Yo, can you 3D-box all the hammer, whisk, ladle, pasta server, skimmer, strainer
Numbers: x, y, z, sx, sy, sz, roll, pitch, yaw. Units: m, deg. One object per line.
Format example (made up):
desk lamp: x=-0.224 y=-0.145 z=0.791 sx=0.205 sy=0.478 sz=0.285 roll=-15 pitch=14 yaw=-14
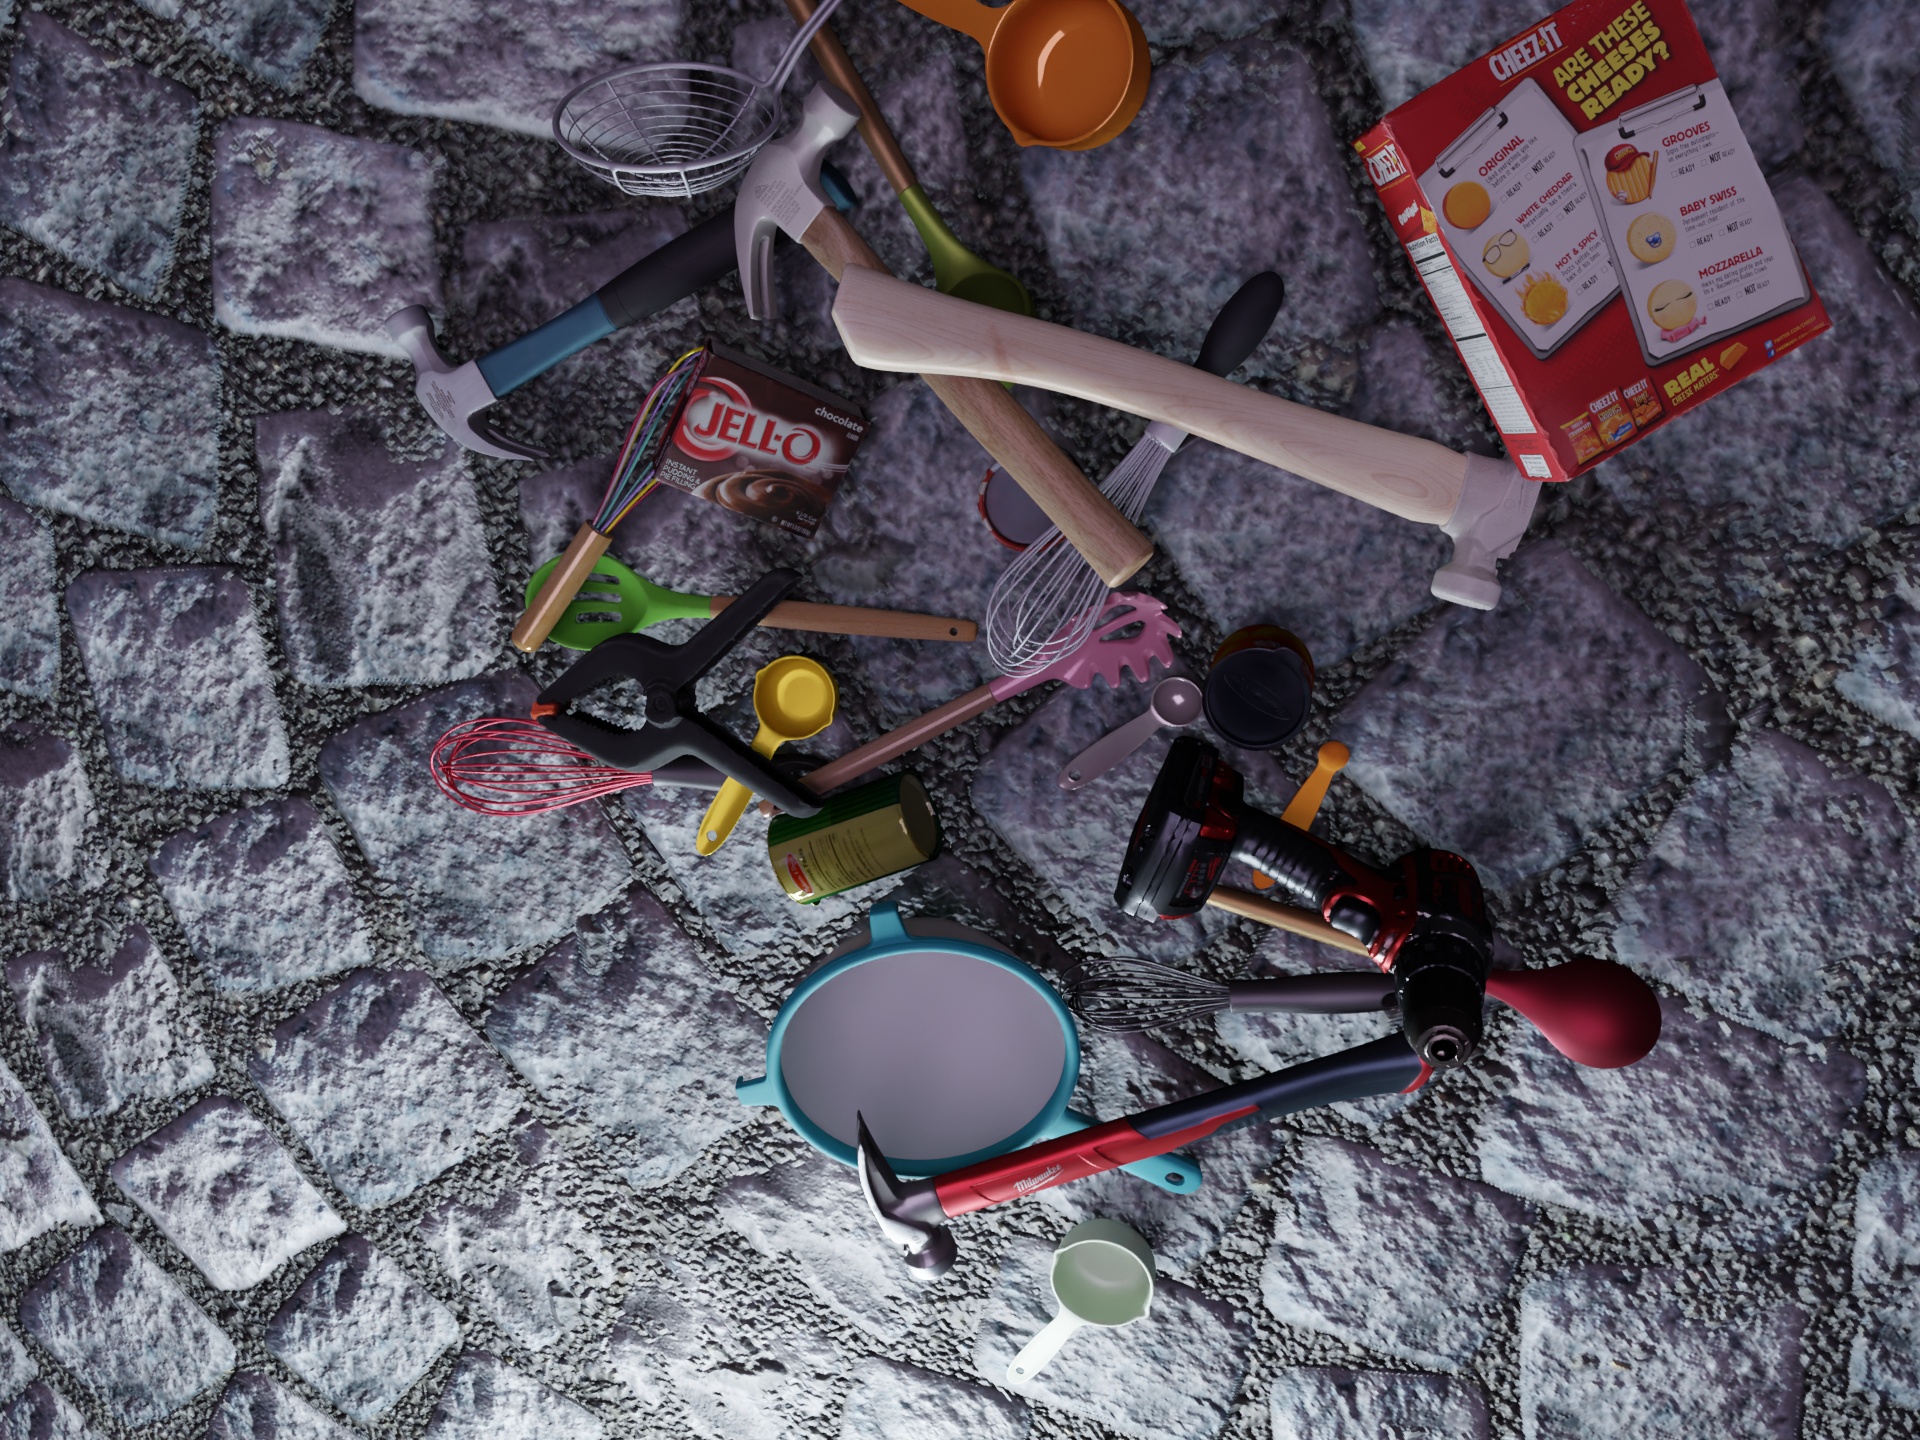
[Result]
hammer: x=0.132 y=-0.186 z=0.882 sx=0.410 sy=0.038 sz=0.146 roll=15 pitch=96 yaw=-9
whisk: x=-0.225 y=-0.142 z=1.048 sx=0.047 sy=0.051 sz=0.245 roll=35 pitch=105 yaw=-9
ladle: x=0.299 y=0.154 z=1.040 sx=0.315 sy=0.031 sz=0.069 roll=16 pitch=81 yaw=12
hammer: x=-0.011 y=-0.207 z=0.926 sx=0.331 sy=0.031 sz=0.130 roll=49 pitch=119 yaw=7
hammer: x=0.123 y=0.267 z=1.068 sx=0.386 sy=0.038 sz=0.143 roll=-19 pitch=120 yaw=6
hammer: x=-0.215 y=-0.272 z=1.022 sx=0.331 sy=0.033 sz=0.128 roll=-23 pitch=101 yaw=21
ladle: x=-0.049 y=-0.338 z=0.945 sx=0.078 sy=0.062 sz=0.320 roll=-27 pitch=98 yaw=29
whisk: x=0.184 y=0.183 z=1.076 sx=0.239 sy=0.055 sz=0.055 roll=-3 pitch=108 yaw=11
pasta server: x=-0.002 y=-0.003 z=1.046 sx=0.316 sy=0.040 sz=0.060 roll=-27 pitch=112 yaw=16
skimmer: x=-0.075 y=-0.432 z=0.875 sx=0.363 sy=0.090 sz=0.127 roll=-45 pitch=52 yaw=13
whisk: x=0.104 y=-0.146 z=0.951 sx=0.070 sy=0.070 sz=0.284 roll=35 pitch=98 yaw=1
strainer: x=0.027 y=0.238 z=1.120 sx=0.340 sy=0.095 sz=0.211 roll=28 pitch=115 yaw=-19
whisk: x=-0.233 y=0.036 z=1.125 sx=0.296 sy=0.073 sz=0.073 roll=2 pitch=109 yaw=7

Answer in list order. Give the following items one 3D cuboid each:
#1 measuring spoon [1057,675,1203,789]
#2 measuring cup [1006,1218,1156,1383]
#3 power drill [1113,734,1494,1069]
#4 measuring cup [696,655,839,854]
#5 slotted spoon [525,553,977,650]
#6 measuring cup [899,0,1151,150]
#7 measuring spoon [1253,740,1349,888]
measuring spoon: x=0.111 y=0.009 z=1.050 sx=0.124 sy=0.018 sz=0.034 roll=-38 pitch=96 yaw=30
measuring cup: x=0.084 y=0.438 z=1.194 sx=0.083 sy=0.038 sz=0.167 roll=35 pitch=116 yaw=1
power drill: x=0.213 y=0.111 z=0.958 sx=0.226 sy=0.188 sz=0.080 roll=23 pitch=118 yaw=4
measuring cup: x=-0.136 y=0.025 z=1.090 sx=0.062 sy=0.029 sz=0.156 roll=33 pitch=100 yaw=7
slotted spoon: x=-0.143 y=-0.072 z=1.078 sx=0.314 sy=0.031 sz=0.070 roll=5 pitch=106 yaw=11
measuring cup: x=0.031 y=-0.391 z=0.911 sx=0.174 sy=0.052 sz=0.095 roll=34 pitch=114 yaw=17
measuring spoon: x=0.221 y=0.064 z=1.039 sx=0.021 sy=0.011 sz=0.117 roll=27 pitch=113 yaw=4
